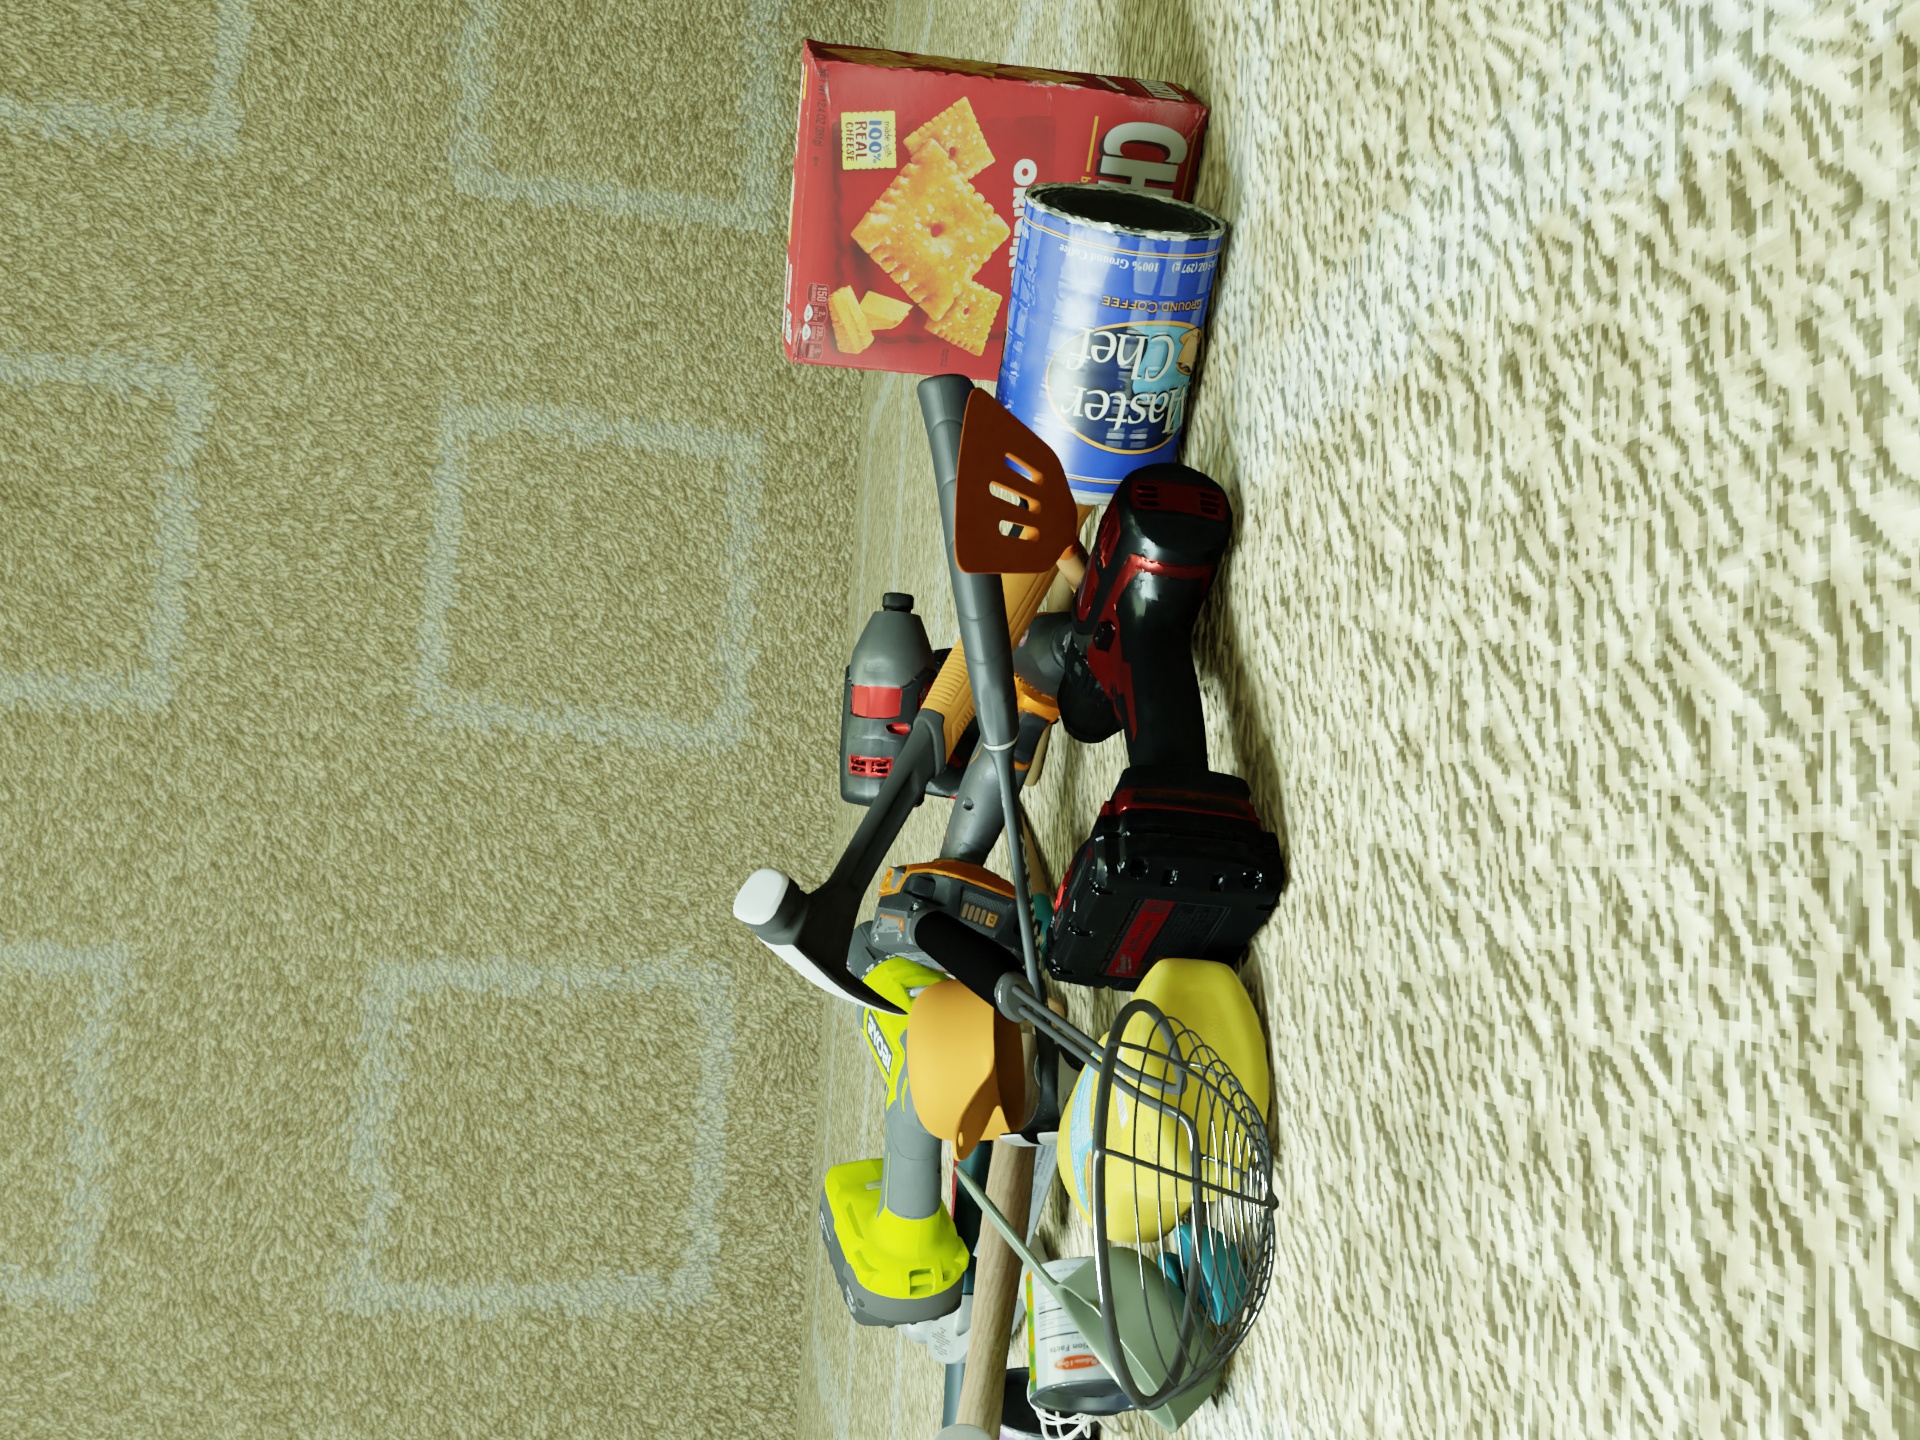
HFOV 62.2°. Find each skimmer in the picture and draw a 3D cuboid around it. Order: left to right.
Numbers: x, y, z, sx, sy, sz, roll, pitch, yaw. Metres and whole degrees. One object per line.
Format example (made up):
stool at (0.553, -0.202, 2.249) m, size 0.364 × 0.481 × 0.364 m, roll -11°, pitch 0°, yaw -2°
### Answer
skimmer at (0.019, 0.137, 0.640) m, size 0.363 × 0.090 × 0.127 m, roll -159°, pitch 56°, yaw -68°

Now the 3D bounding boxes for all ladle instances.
ladle at (0.068, -0.083, 1.060) m, size 0.069 × 0.031 × 0.315 m, roll -93°, pitch 9°, yaw -55°

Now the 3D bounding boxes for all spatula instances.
spatula at (0.042, 0.107, 1.080) m, size 0.082 × 0.044 × 0.318 m, roll -59°, pitch 14°, yaw 13°
spatula at (0.048, -0.087, 0.822) m, size 0.322 × 0.041 × 0.081 m, roll 29°, pitch -114°, yaw -78°

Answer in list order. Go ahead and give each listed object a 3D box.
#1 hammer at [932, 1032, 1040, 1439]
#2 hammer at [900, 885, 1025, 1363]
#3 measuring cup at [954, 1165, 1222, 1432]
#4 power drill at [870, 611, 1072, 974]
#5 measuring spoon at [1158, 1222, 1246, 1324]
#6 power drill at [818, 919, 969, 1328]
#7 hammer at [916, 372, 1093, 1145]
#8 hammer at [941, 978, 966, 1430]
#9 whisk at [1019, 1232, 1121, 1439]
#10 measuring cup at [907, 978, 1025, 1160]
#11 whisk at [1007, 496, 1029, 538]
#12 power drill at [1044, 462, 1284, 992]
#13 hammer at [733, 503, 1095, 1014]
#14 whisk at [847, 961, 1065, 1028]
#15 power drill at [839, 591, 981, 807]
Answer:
hammer at (0.020, 0.289, 0.832) m, size 0.331 × 0.031 × 0.130 m, roll -76°, pitch -13°, yaw -58°
hammer at (0.011, 0.281, 1.118) m, size 0.128 × 0.033 × 0.331 m, roll -8°, pitch 75°, yaw 62°
measuring cup at (0.055, 0.245, 0.721) m, size 0.168 × 0.038 × 0.083 m, roll 37°, pitch 154°, yaw 47°
power drill at (0.026, 0.040, 0.973) m, size 0.164 × 0.084 × 0.226 m, roll 151°, pitch 139°, yaw -71°
measuring spoon at (0.106, 0.241, 0.702) m, size 0.128 × 0.021 × 0.042 m, roll 93°, pitch 155°, yaw -71°
power drill at (-0.042, 0.261, 1.056) m, size 0.191 × 0.080 × 0.228 m, roll -130°, pitch 42°, yaw -60°
hammer at (0.021, 0.026, 0.832) m, size 0.149 × 0.036 × 0.409 m, roll -41°, pitch -57°, yaw -76°
hammer at (0.007, 0.385, 1.191) m, size 0.143 × 0.038 × 0.386 m, roll 130°, pitch 143°, yaw -73°
whisk at (0.053, 0.344, 0.914) m, size 0.059 × 0.058 × 0.246 m, roll -51°, pitch 6°, yaw -2°
measuring cup at (-0.006, 0.189, 0.819) m, size 0.173 × 0.052 × 0.095 m, roll -34°, pitch -64°, yaw -76°
whisk at (0.049, -0.151, 1.147) m, size 0.238 × 0.055 × 0.055 m, roll 106°, pitch 166°, yaw -67°
power drill at (0.083, 0.015, 0.759) m, size 0.187 × 0.080 × 0.227 m, roll 107°, pitch 168°, yaw -54°
hammer at (-0.001, -0.003, 0.890) m, size 0.127 × 0.034 × 0.337 m, roll 48°, pitch -118°, yaw -42°
whisk at (-0.007, 0.190, 1.107) m, size 0.245 × 0.051 × 0.047 m, roll -1°, pitch 101°, yaw 55°
power drill at (-0.021, -0.010, 1.126) m, size 0.219 × 0.078 × 0.143 m, roll 9°, pitch -96°, yaw -71°
